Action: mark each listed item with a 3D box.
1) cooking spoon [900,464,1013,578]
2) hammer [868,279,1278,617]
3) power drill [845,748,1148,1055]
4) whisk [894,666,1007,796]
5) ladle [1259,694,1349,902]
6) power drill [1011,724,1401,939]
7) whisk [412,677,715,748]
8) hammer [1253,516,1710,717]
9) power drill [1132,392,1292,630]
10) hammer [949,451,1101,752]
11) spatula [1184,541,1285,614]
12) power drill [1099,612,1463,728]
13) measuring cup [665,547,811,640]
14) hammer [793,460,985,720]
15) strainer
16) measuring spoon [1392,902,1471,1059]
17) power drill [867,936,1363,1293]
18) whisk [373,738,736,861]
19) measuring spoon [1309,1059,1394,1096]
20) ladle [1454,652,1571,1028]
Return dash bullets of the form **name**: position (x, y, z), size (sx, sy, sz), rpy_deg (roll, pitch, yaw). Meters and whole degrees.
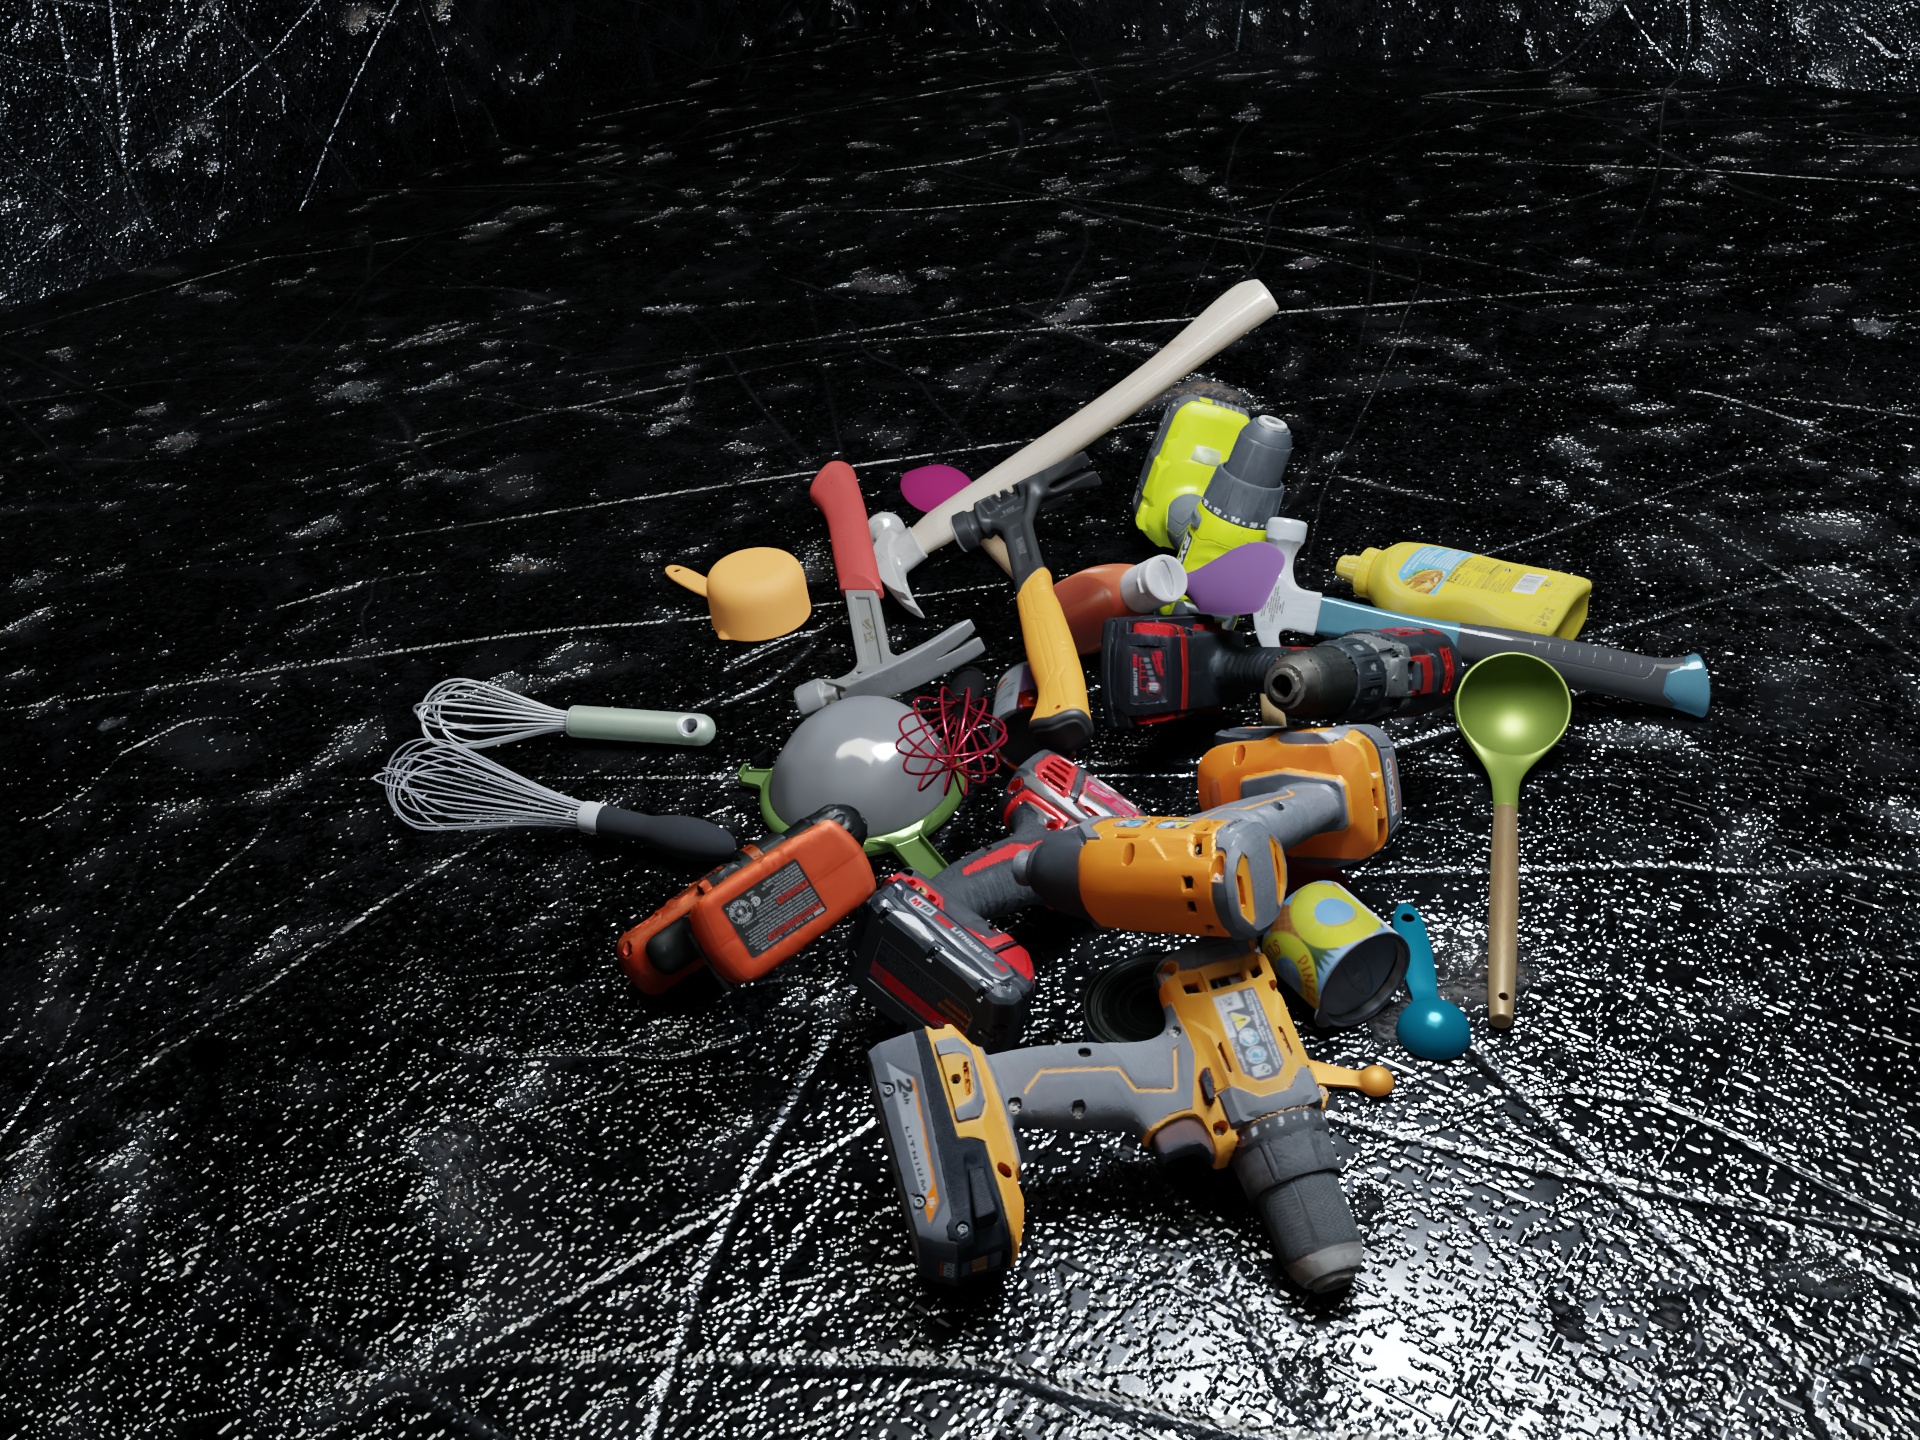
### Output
- **cooking spoon**: position (0.018, -0.176, 1.465), size (0.068, 0.017, 0.319), rpy_deg (-17, 35, -14)
- **hammer**: position (0.098, -0.241, 1.375), size (0.410, 0.038, 0.146), rpy_deg (-35, 35, 8)
- **power drill**: position (0.046, 0.113, 0.981), size (0.143, 0.078, 0.220), rpy_deg (36, 44, 19)
- **whisk**: position (-0.002, -0.004, 1.115), size (0.073, 0.073, 0.296), rpy_deg (-4, 11, 4)
- **ladle**: position (0.222, 0.045, 1.104), size (0.069, 0.031, 0.316), rpy_deg (-6, 32, 10)
- **power drill**: position (0.146, 0.064, 0.936), size (0.164, 0.084, 0.226), rpy_deg (-2, 13, 40)
- **whisk**: position (-0.311, 0.001, 1.246), size (0.246, 0.059, 0.058), rpy_deg (4, 72, 8)
- **hammer**: position (0.378, -0.057, 1.168), size (0.331, 0.128, 0.033), rpy_deg (12, 7, 11)
- **power drill**: position (0.207, -0.182, 1.300), size (0.080, 0.190, 0.229), rpy_deg (14, 28, -8)
- **hammer**: position (0.065, -0.090, 1.182), size (0.127, 0.034, 0.337), rpy_deg (-25, 34, 12)
- **spatula**: position (0.158, -0.108, 1.228), size (0.060, 0.018, 0.316), rpy_deg (-63, 22, -7)
- **power drill**: position (0.200, -0.031, 1.077), size (0.227, 0.080, 0.187), rpy_deg (3, 7, 44)
- **measuring cup**: position (-0.207, -0.127, 1.401), size (0.174, 0.052, 0.095), rpy_deg (26, 46, 35)
- **hammer**: position (-0.079, -0.130, 1.343), size (0.149, 0.036, 0.359), rpy_deg (-23, 35, 7)
- **strainer**: position (-0.051, 0.051, 1.102), size (0.151, 0.069, 0.257), rpy_deg (-20, 35, -19)
- **measuring spoon**: position (0.275, 0.148, 0.949), size (0.042, 0.021, 0.129), rpy_deg (-2, 36, 6)
- **power drill**: position (0.081, 0.220, 0.812), size (0.226, 0.084, 0.186), rpy_deg (-13, 57, -9)
- **whisk**: position (-0.292, 0.064, 1.142), size (0.284, 0.070, 0.070), rpy_deg (10, 37, 14)
- **measuring spoon**: position (0.187, 0.195, 0.904), size (0.117, 0.011, 0.021), rpy_deg (6, 36, 19)
- **ladle**: position (0.354, 0.067, 1.026), size (0.078, 0.062, 0.320), rpy_deg (9, 40, 13)
